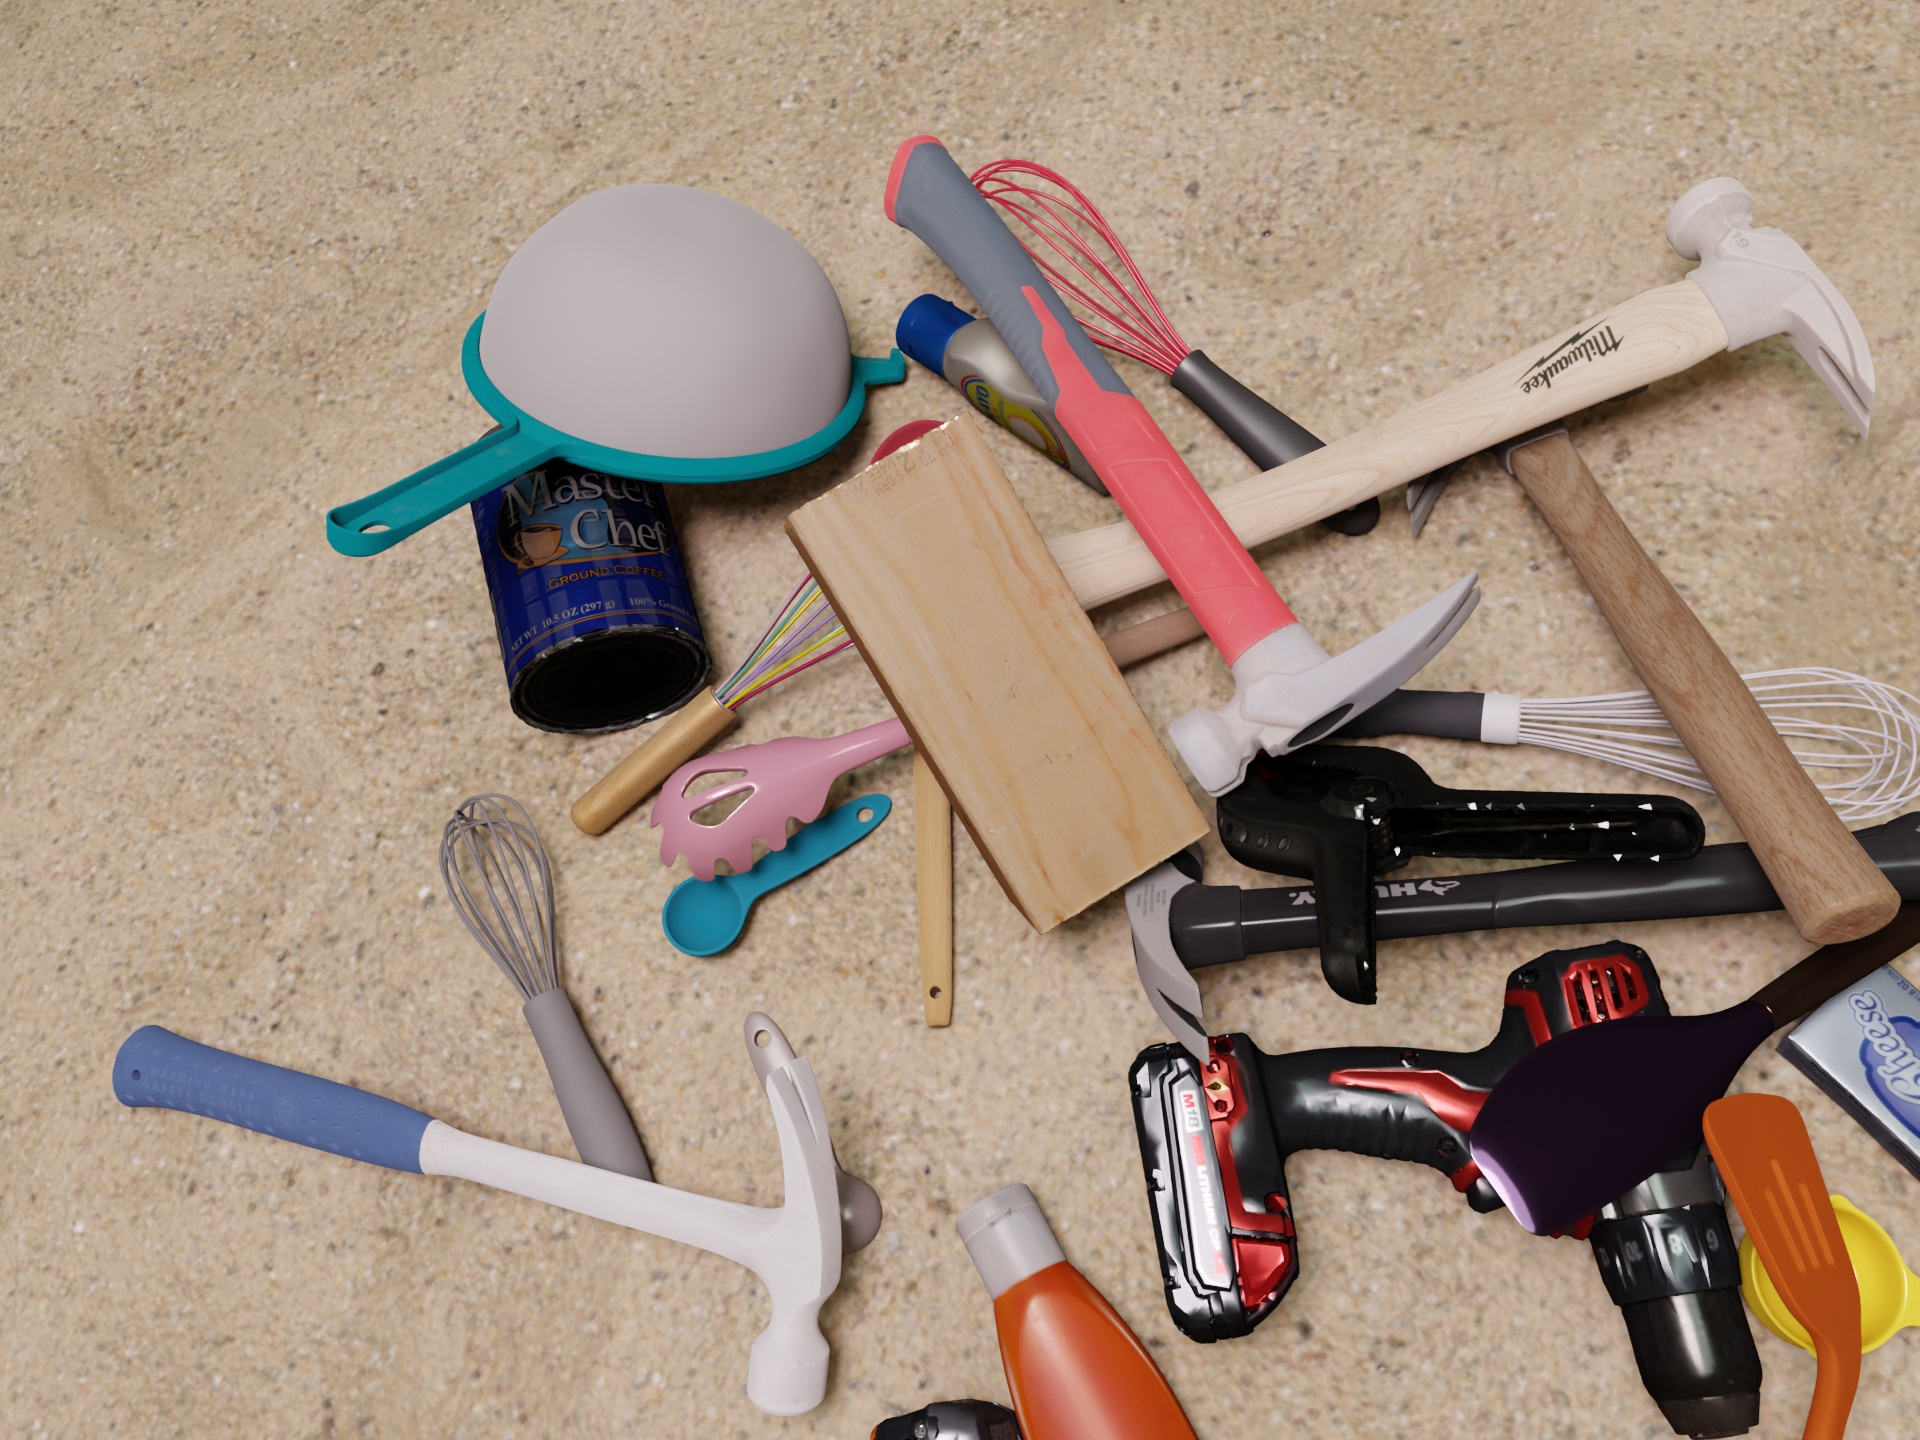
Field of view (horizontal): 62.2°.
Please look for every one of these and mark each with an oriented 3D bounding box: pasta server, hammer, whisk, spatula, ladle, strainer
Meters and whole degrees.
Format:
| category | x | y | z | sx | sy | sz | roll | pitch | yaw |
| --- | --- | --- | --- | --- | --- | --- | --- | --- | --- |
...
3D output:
| category | x | y | z | sx | sy | sz | roll | pitch | yaw |
| --- | --- | --- | --- | --- | --- | --- | --- | --- | --- |
| pasta server | -0.001 | -0.002 | 0.770 | 0.316 | 0.040 | 0.060 | -21 | 71 | -6 |
| hammer | -0.238 | 0.196 | 0.744 | 0.405 | 0.035 | 0.144 | 8 | 94 | 22 |
| hammer | 0.291 | -0.045 | 0.681 | 0.130 | 0.031 | 0.332 | -20 | 47 | 9 |
| whisk | -0.200 | 0.137 | 0.780 | 0.055 | 0.055 | 0.239 | -30 | 69 | 1 |
| spatula | 0.332 | 0.102 | 0.626 | 0.316 | 0.018 | 0.060 | -26 | 65 | -14 |
| whisk | 0.275 | 0.001 | 0.708 | 0.285 | 0.070 | 0.070 | 5 | 70 | 21 |
| whisk | -0.103 | -0.022 | 0.800 | 0.245 | 0.051 | 0.047 | -40 | 69 | 9 |
| hammer | 0.191 | -0.113 | 0.736 | 0.410 | 0.038 | 0.146 | -22 | 53 | 11 |
| ladle | -0.014 | -0.005 | 0.797 | 0.069 | 0.031 | 0.316 | -5 | 70 | 10 |
| strainer | -0.177 | -0.186 | 0.773 | 0.211 | 0.095 | 0.340 | 26 | 40 | 15 |
| hammer | 0.077 | -0.155 | 0.749 | 0.143 | 0.038 | 0.387 | -34 | 63 | 7 |
| whisk | 0.103 | -0.195 | 0.828 | 0.073 | 0.073 | 0.296 | -44 | 72 | -5 |
| spatula | 0.292 | 0.299 | 0.563 | 0.041 | 0.081 | 0.323 | -1 | 83 | 49 |
| hammer | 0.234 | 0.074 | 0.648 | 0.335 | 0.146 | 0.035 | -7 | 112 | 12 |

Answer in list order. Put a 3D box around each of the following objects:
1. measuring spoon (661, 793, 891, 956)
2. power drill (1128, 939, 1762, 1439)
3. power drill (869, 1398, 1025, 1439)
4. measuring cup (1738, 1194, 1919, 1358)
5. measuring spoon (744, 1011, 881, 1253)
| category | x | y | z | sx | sy | sz | roll | pitch | yaw |
| --- | --- | --- | --- | --- | --- | --- | --- | --- | --- |
| measuring spoon | -0.088 | 0.076 | 0.792 | 0.128 | 0.021 | 0.042 | -32 | 64 | -10 |
| power drill | 0.193 | 0.197 | 0.639 | 0.226 | 0.080 | 0.188 | -11 | 66 | 6 |
| power drill | -0.076 | 0.354 | 0.642 | 0.226 | 0.084 | 0.164 | -25 | 64 | 8 |
| measuring cup | 0.379 | 0.228 | 0.611 | 0.156 | 0.029 | 0.062 | 15 | 73 | 7 |
| measuring spoon | -0.075 | 0.188 | 0.739 | 0.034 | 0.018 | 0.124 | -31 | 64 | 1 |
